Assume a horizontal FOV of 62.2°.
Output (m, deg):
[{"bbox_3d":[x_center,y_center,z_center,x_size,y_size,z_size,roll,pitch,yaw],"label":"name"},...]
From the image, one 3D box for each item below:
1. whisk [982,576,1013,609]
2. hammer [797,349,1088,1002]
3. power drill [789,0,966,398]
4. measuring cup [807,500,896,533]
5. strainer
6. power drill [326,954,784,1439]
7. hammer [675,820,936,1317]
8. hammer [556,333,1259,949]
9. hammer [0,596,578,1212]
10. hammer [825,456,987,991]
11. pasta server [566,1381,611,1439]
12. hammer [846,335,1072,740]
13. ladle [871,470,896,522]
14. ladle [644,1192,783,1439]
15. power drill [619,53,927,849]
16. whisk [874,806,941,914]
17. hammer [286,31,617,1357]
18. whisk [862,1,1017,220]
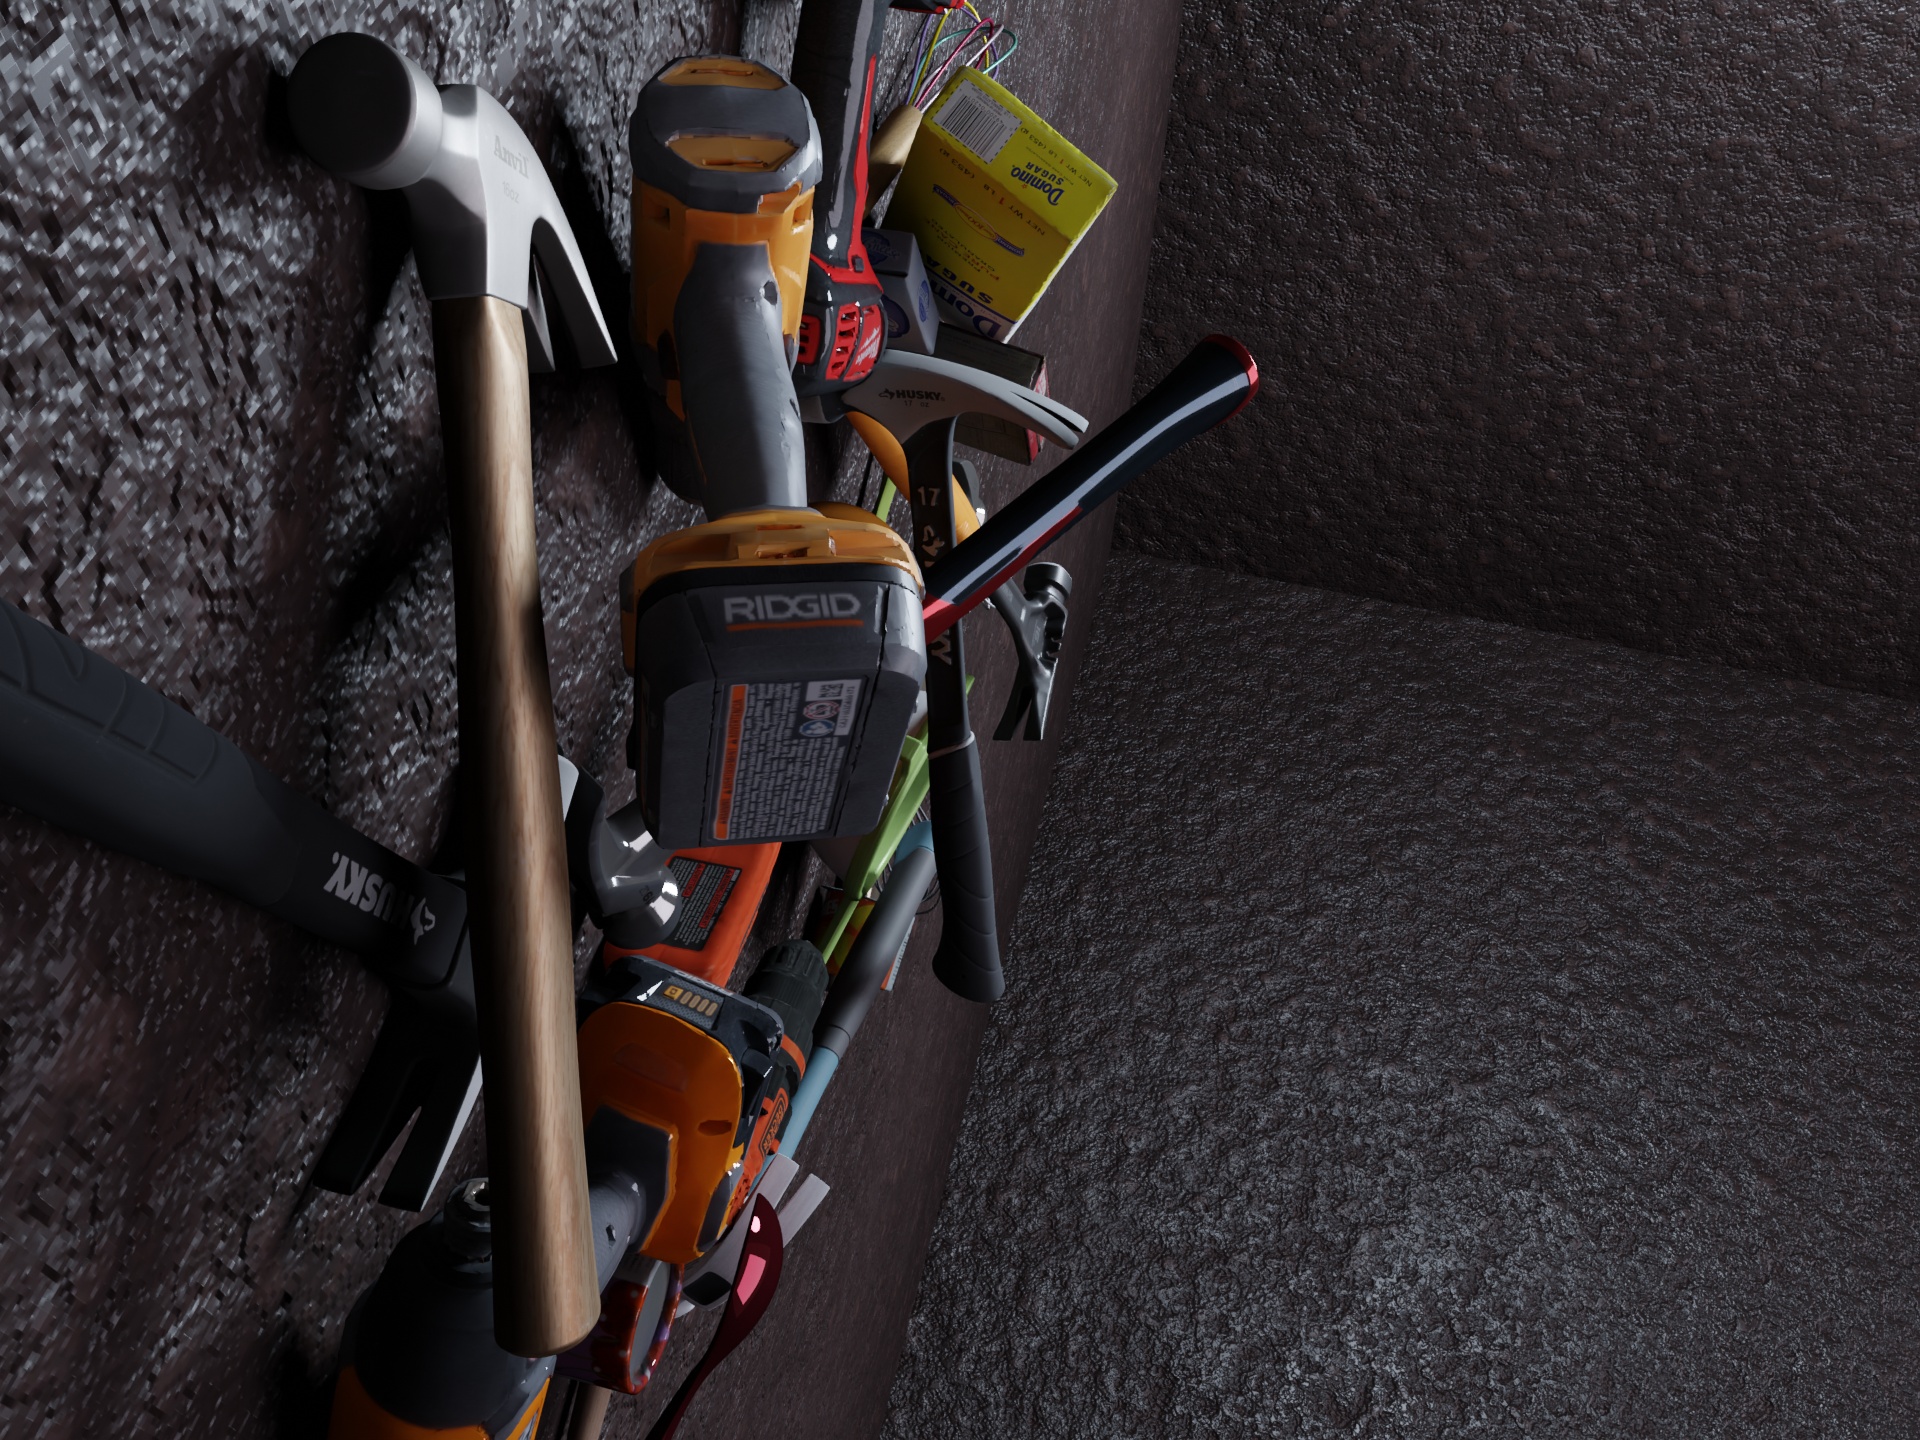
[{"bbox_3d":[0.015,-0.116,1.169,0.284,0.070,0.070,-46,147,-80],"label":"whisk"},{"bbox_3d":[-0.001,-0.003,0.864,0.036,0.149,0.408,-60,152,-50],"label":"hammer"},{"bbox_3d":[-0.049,-0.248,0.674,0.143,0.078,0.219,-53,156,-72],"label":"power drill"},{"bbox_3d":[-0.083,-0.029,0.792,0.173,0.095,0.052,-61,-174,23],"label":"measuring cup"},{"bbox_3d":[-0.081,0.078,1.031,0.256,0.069,0.151,-62,176,23],"label":"strainer"},{"bbox_3d":[-0.140,0.178,0.567,0.226,0.084,0.164,-56,166,-64],"label":"power drill"},{"bbox_3d":[-0.077,0.187,0.931,0.128,0.033,0.331,-39,-163,46],"label":"hammer"},{"bbox_3d":[-0.008,-0.060,0.664,0.386,0.038,0.143,-40,160,-21],"label":"hammer"},{"bbox_3d":[-0.167,0.030,0.365,0.334,0.035,0.146,79,23,-71],"label":"hammer"},{"bbox_3d":[-0.048,0.003,1.200,0.146,0.038,0.411,55,47,-78],"label":"hammer"},{"bbox_3d":[-0.171,0.326,0.780,0.060,0.040,0.316,58,43,-71],"label":"pasta server"},{"bbox_3d":[-0.007,-0.111,0.932,0.336,0.034,0.127,51,46,-55],"label":"hammer"},{"bbox_3d":[-0.022,-0.200,1.014,0.078,0.062,0.320,74,26,-79],"label":"ladle"},{"bbox_3d":[-0.160,0.366,0.723,0.315,0.031,0.069,-60,177,-20],"label":"ladle"},{"bbox_3d":[-0.074,-0.072,0.525,0.185,0.084,0.226,110,-27,-59],"label":"power drill"},{"bbox_3d":[-0.047,0.037,1.114,0.055,0.055,0.238,-66,153,-57],"label":"whisk"},{"bbox_3d":[-0.121,0.006,0.427,0.130,0.031,0.331,-49,137,-81],"label":"hammer"},{"bbox_3d":[-0.019,-0.334,0.875,0.047,0.051,0.245,102,8,-47],"label":"whisk"}]
